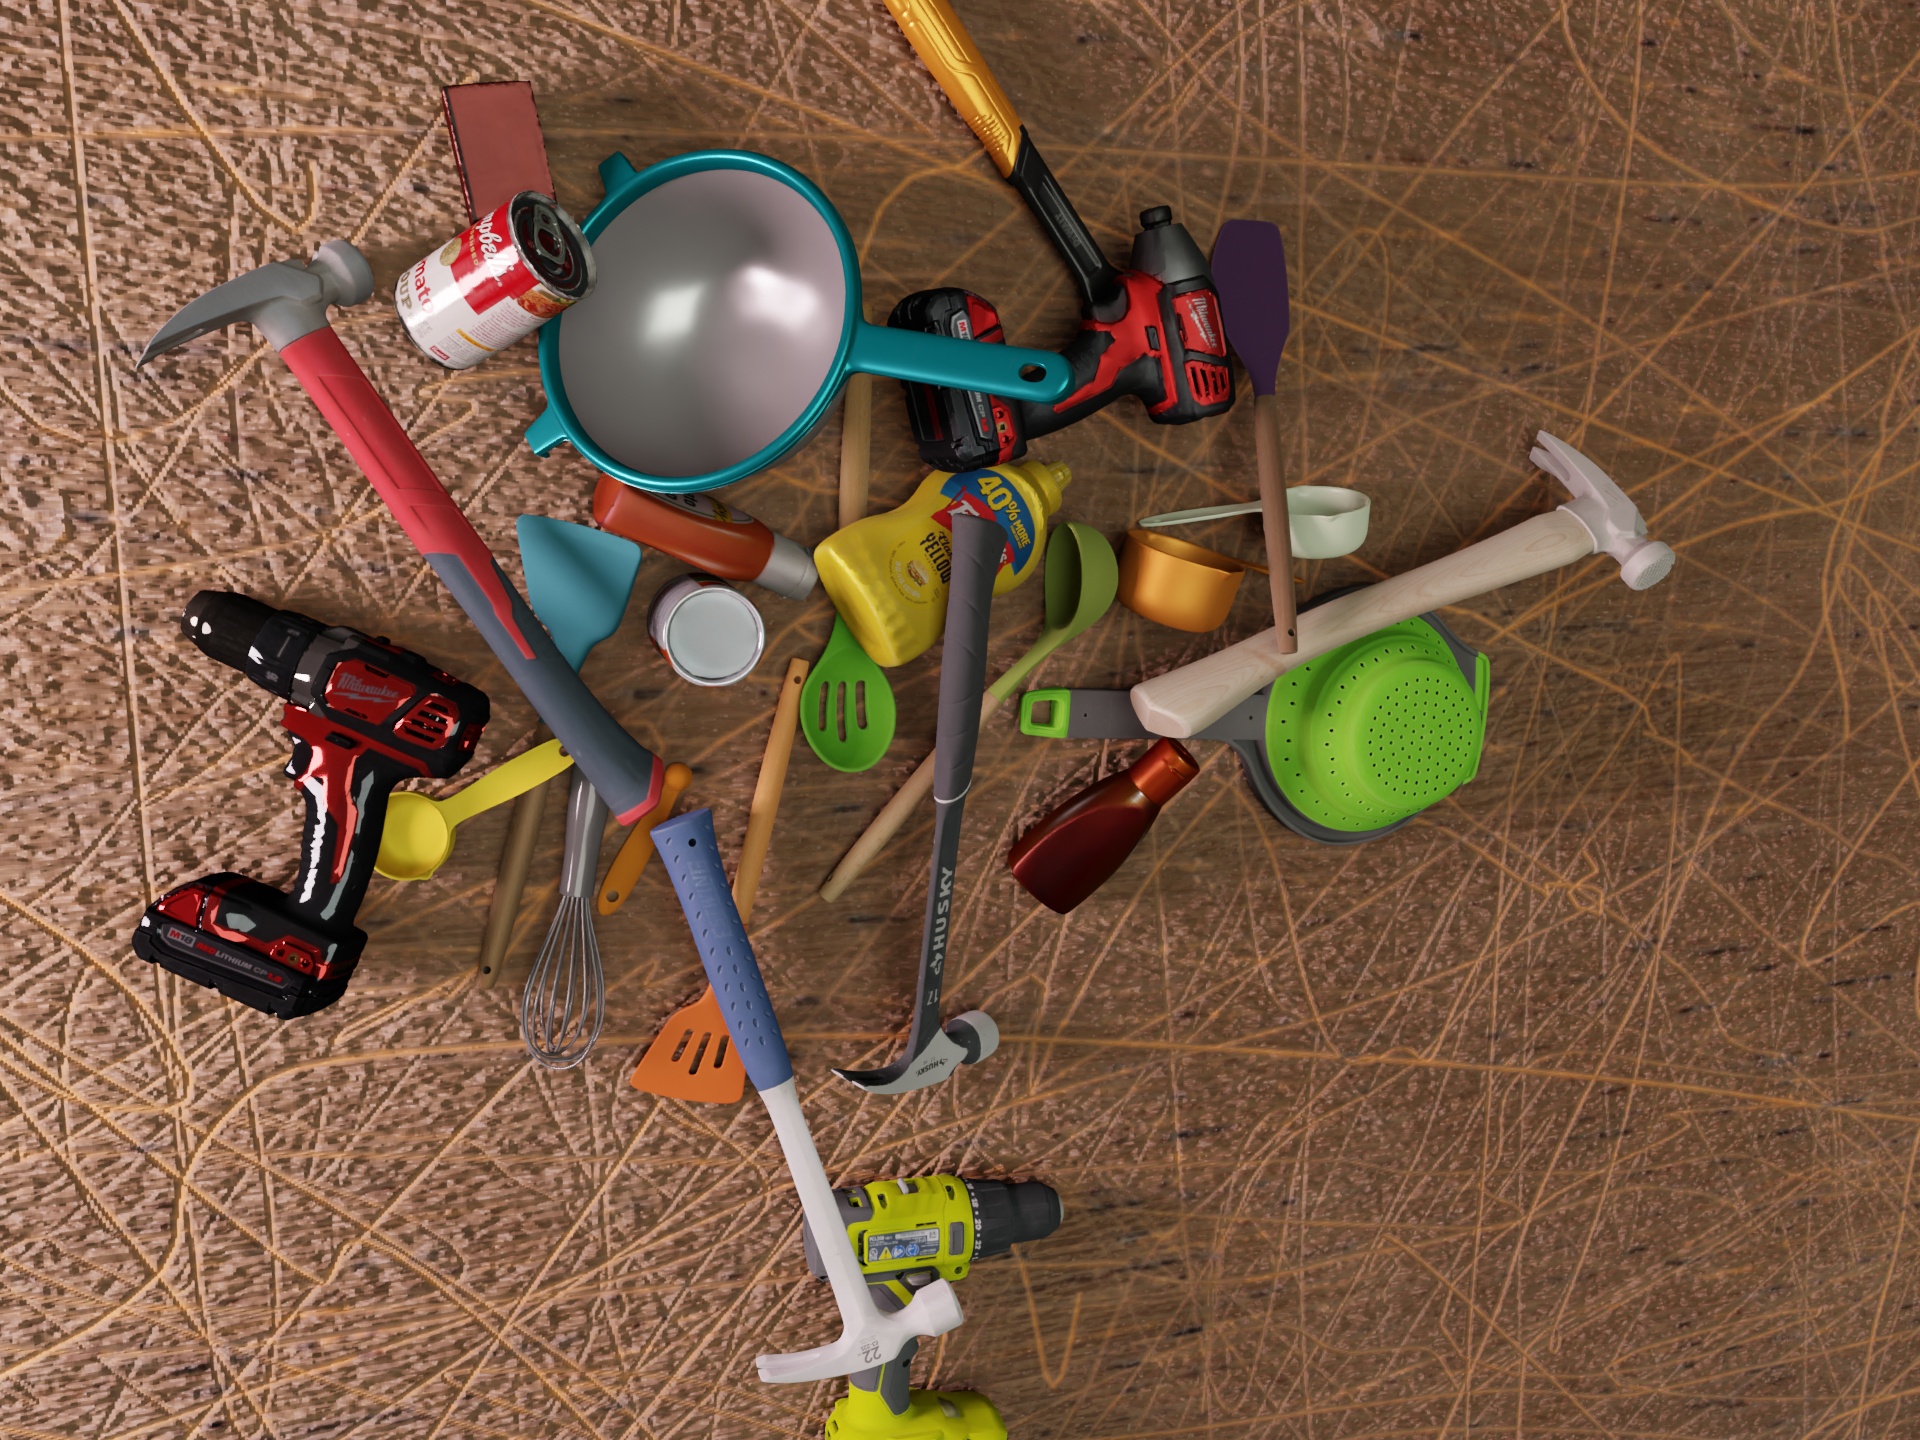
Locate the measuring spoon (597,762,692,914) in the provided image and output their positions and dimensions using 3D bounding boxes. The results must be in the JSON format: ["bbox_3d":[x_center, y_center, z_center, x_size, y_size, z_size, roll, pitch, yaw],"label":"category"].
[{"bbox_3d":[-0.215,0.082,1.078,0.021,0.011,0.117,29,90,-20],"label":"measuring spoon"}]

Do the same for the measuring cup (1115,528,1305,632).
[{"bbox_3d":[0.184,-0.093,1.149,0.173,0.095,0.052,6,110,-39],"label":"measuring cup"}]

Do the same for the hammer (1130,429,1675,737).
[{"bbox_3d":[0.306,-0.092,1.152,0.410,0.146,0.038,-22,148,-13],"label":"hammer"}]

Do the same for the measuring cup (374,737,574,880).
[{"bbox_3d":[-0.309,0.049,1.021,0.156,0.029,0.062,-28,94,-3],"label":"measuring cup"}]

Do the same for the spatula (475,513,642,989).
[{"bbox_3d":[-0.277,0.027,1.032,0.082,0.044,0.317,15,97,0],"label":"spatula"}]

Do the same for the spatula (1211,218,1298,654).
[{"bbox_3d":[0.214,-0.202,1.117,0.059,0.018,0.316,-2,82,-15],"label":"spatula"}]

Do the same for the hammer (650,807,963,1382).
[{"bbox_3d":[-0.127,0.257,1.076,0.144,0.035,0.405,-21,98,-14],"label":"hammer"}]

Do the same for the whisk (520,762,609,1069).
[{"bbox_3d":[-0.252,0.114,1.055,0.055,0.055,0.239,7,94,-19],"label":"whisk"}]

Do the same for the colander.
[{"bbox_3d":[0.241,0.003,1.167,0.397,0.094,0.204,1,100,-18],"label":"colander"}]

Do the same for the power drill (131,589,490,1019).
[{"bbox_3d":[-0.413,0.045,0.964,0.188,0.080,0.227,25,89,-3],"label":"power drill"}]

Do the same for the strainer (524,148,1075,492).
[{"bbox_3d":[-0.086,-0.218,0.959,0.340,0.095,0.211,13,86,18],"label":"strainer"}]

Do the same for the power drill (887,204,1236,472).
[{"bbox_3d":[0.072,-0.248,1.041,0.219,0.079,0.143,-18,104,-19],"label":"power drill"}]

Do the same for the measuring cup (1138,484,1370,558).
[{"bbox_3d":[0.213,-0.138,1.155,0.167,0.083,0.038,-6,114,-1],"label":"measuring cup"}]

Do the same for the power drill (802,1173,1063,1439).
[{"bbox_3d":[-0.019,0.447,1.176,0.190,0.080,0.228,-1,97,-17],"label":"power drill"}]

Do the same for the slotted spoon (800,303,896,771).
[{"bbox_3d":[-0.072,-0.122,1.080,0.070,0.031,0.313,0,98,-24],"label":"slotted spoon"}]

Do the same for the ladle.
[{"bbox_3d":[-0.002,-0.004,1.110,0.062,0.078,0.320,39,93,-23],"label":"ladle"}]

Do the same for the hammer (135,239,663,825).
[{"bbox_3d":[-0.311,-0.091,0.948,0.143,0.038,0.386,-42,105,-38],"label":"hammer"}]

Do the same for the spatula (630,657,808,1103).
[{"bbox_3d":[-0.151,0.113,1.101,0.081,0.041,0.322,14,91,-19],"label":"spatula"}]

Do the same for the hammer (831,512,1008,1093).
[{"bbox_3d":[-0.012,0.064,1.062,0.149,0.036,0.408,-15,116,-49],"label":"hammer"}]

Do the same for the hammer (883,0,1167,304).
[{"bbox_3d":[0.017,-0.392,1.055,0.127,0.034,0.336,-40,109,-9],"label":"hammer"}]
